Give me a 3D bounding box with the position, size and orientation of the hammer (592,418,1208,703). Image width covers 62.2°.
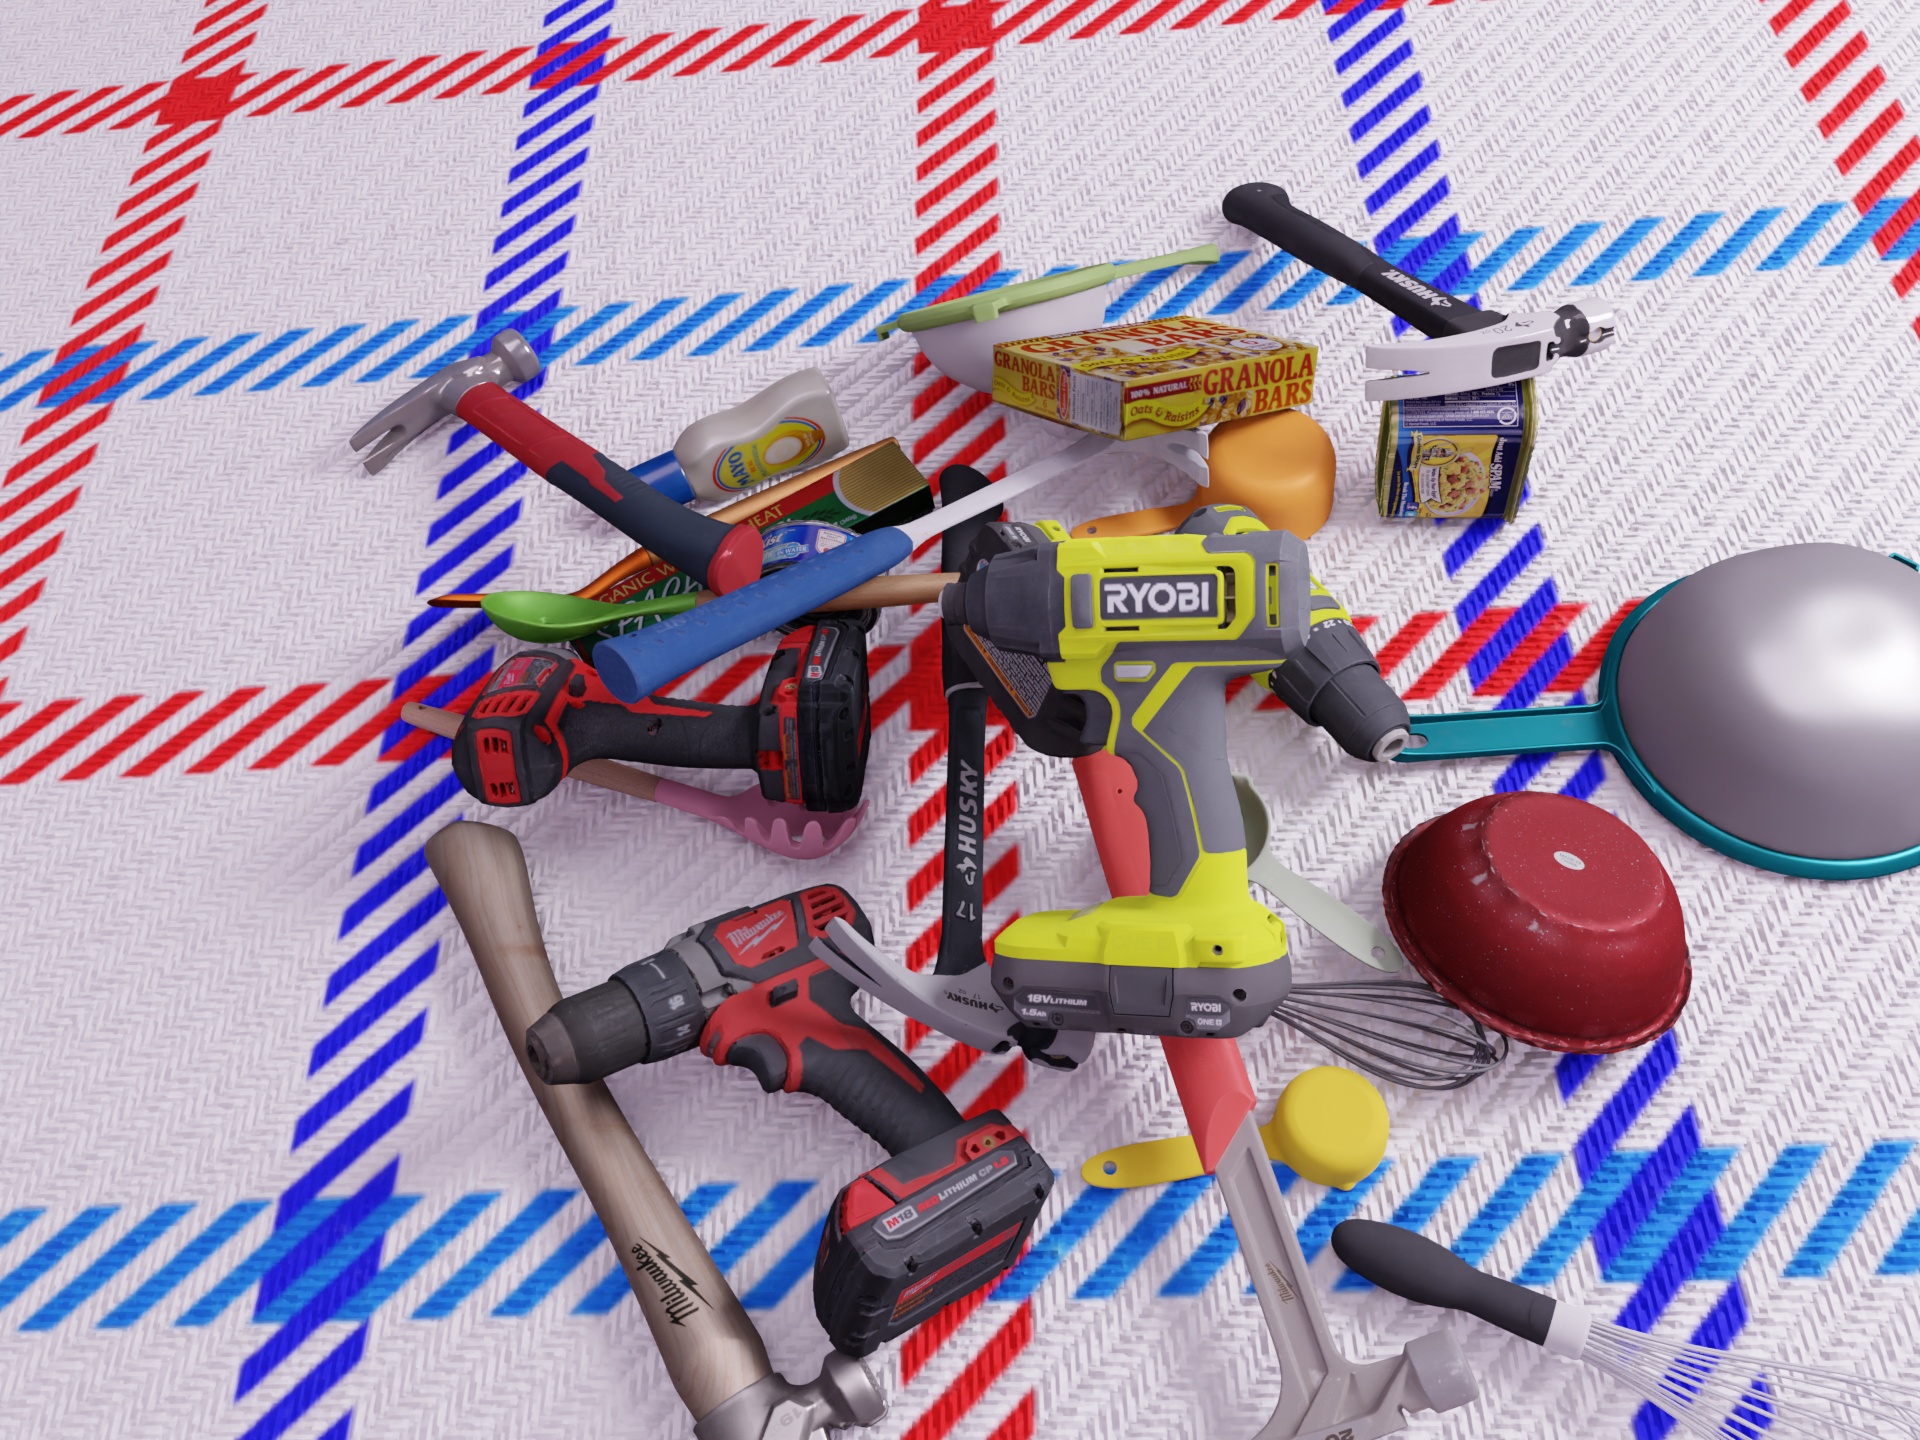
[{"bbox_3d":[-0.024,-0.107,0.912,0.405,0.035,0.144,-30,38,-33],"label":"hammer"}]

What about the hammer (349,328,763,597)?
[{"bbox_3d":[-0.256,-0.151,1.011,0.143,0.038,0.387,-40,46,-17],"label":"hammer"}]

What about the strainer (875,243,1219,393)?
[{"bbox_3d":[0.081,-0.274,1.095,0.256,0.069,0.151,-20,16,-26],"label":"strainer"}]

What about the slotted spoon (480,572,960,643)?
[{"bbox_3d":[-0.129,-0.069,0.932,0.314,0.031,0.070,-3,17,9],"label":"slotted spoon"}]

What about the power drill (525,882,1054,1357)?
[{"bbox_3d":[-0.085,0.188,0.774,0.188,0.080,0.227,-18,52,-35],"label":"power drill"}]

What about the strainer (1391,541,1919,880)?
[{"bbox_3d":[0.404,-0.021,0.869,0.340,0.095,0.211,-4,57,3],"label":"strainer"}]

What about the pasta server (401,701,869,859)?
[{"bbox_3d":[-0.202,0.027,0.945,0.316,0.040,0.060,15,29,18],"label":"pasta server"}]

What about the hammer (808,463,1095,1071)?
[{"bbox_3d":[-0.001,-0.003,0.904,0.149,0.036,0.409,21,45,-22],"label":"hammer"}]

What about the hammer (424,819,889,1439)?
[{"bbox_3d":[-0.200,0.215,0.825,0.146,0.038,0.411,-31,59,-11],"label":"hammer"}]

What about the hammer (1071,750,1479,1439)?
[{"bbox_3d":[0.112,0.173,0.782,0.149,0.036,0.359,-22,61,9],"label":"hammer"}]

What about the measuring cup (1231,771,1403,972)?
[{"bbox_3d":[0.165,0.090,0.858,0.168,0.038,0.083,36,68,27],"label":"measuring cup"}]

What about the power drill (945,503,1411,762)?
[{"bbox_3d":[0.126,-0.043,0.878,0.228,0.080,0.191,-5,46,-34],"label":"power drill"}]

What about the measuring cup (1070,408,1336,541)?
[{"bbox_3d":[0.153,-0.149,1.006,0.173,0.052,0.095,-13,57,-4],"label":"measuring cup"}]

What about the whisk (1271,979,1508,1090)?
[{"bbox_3d":[0.160,0.141,0.826,0.239,0.055,0.055,13,60,20],"label":"whisk"}]

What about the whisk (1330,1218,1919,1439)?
[{"bbox_3d":[0.305,0.285,0.711,0.285,0.070,0.070,18,61,22],"label":"whisk"}]

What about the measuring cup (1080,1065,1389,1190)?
[{"bbox_3d":[0.137,0.209,0.791,0.156,0.029,0.062,-10,57,-2],"label":"measuring cup"}]

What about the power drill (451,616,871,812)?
[{"bbox_3d":[-0.164,-0.006,0.909,0.219,0.078,0.143,-1,25,2],"label":"power drill"}]

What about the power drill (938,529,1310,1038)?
[{"bbox_3d":[0.075,0.026,0.742,0.171,0.080,0.223,0,94,19],"label":"power drill"}]

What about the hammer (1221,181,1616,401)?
[{"bbox_3d":[0.257,-0.291,1.033,0.146,0.035,0.335,-17,37,-11],"label":"hammer"}]

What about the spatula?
[{"bbox_3d":[-0.186,-0.125,1.036,0.322,0.081,0.041,-27,98,-15],"label":"spatula"}]
